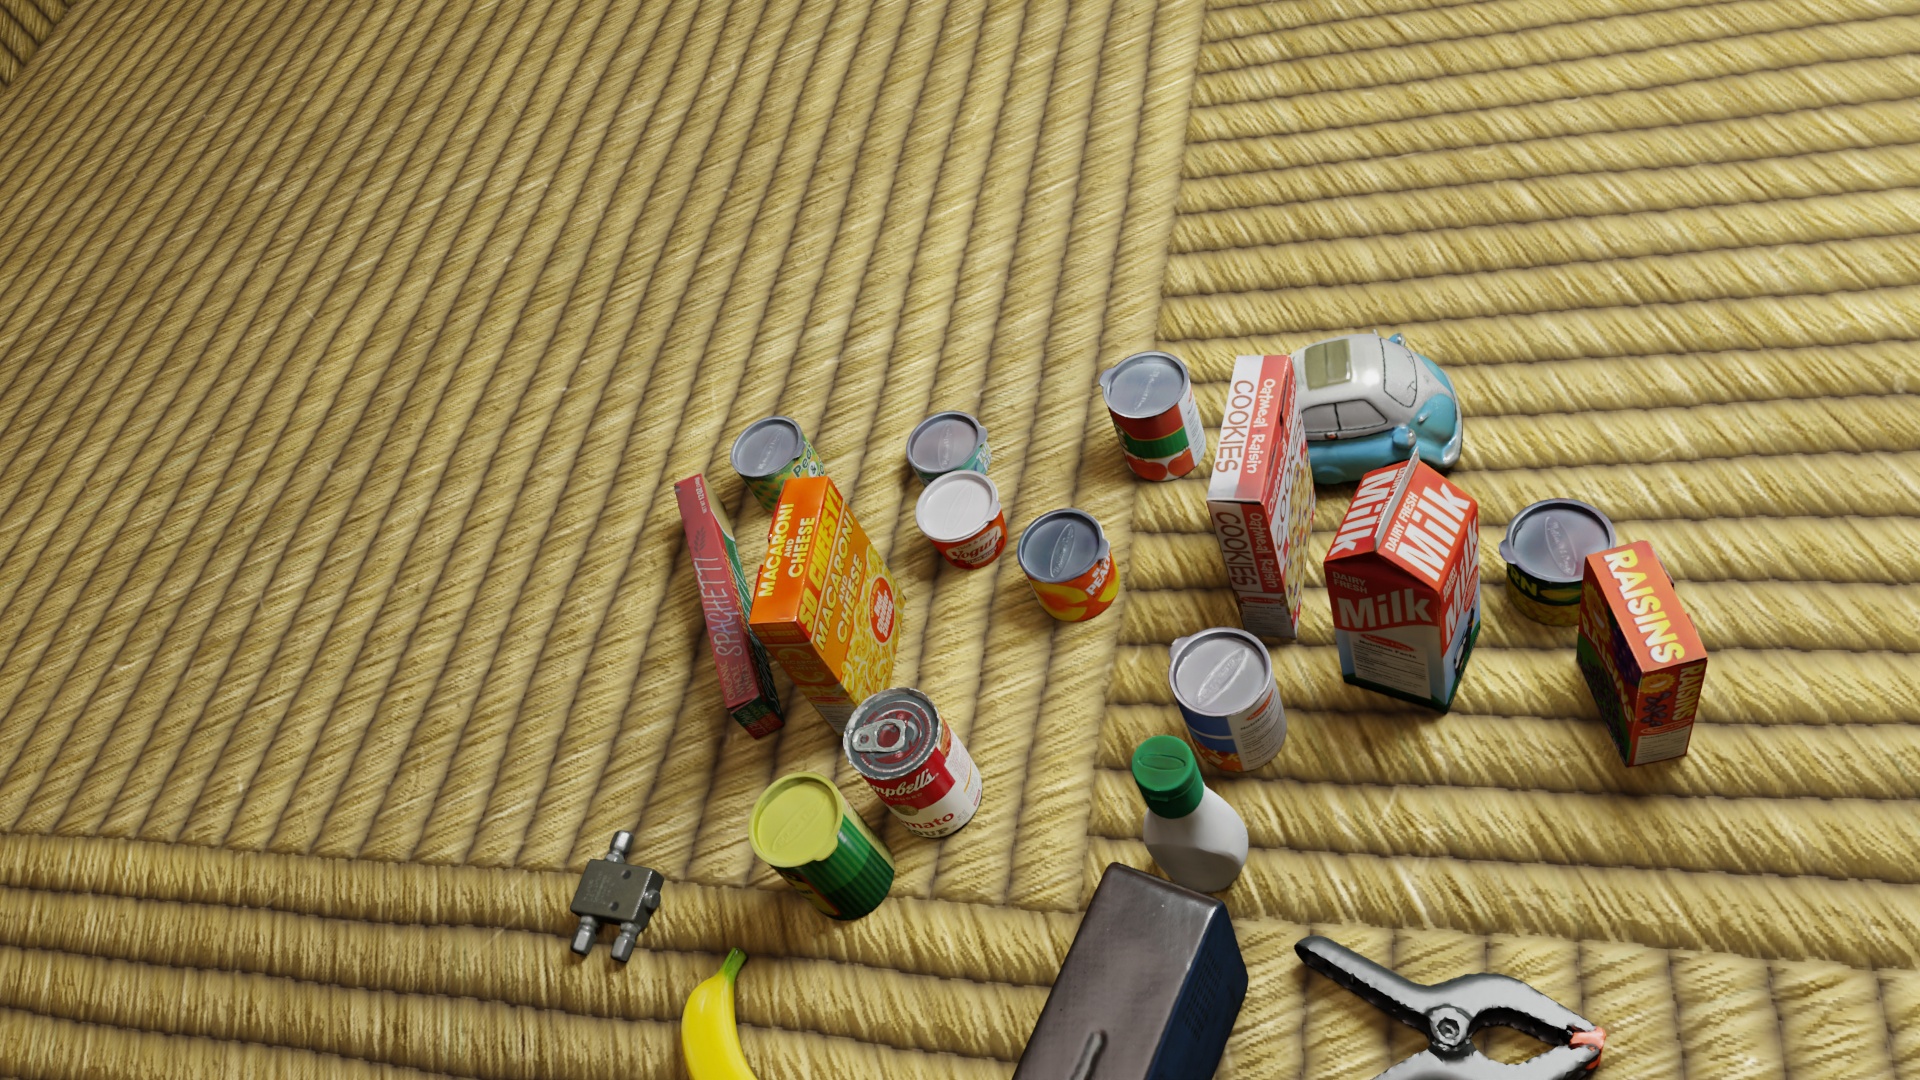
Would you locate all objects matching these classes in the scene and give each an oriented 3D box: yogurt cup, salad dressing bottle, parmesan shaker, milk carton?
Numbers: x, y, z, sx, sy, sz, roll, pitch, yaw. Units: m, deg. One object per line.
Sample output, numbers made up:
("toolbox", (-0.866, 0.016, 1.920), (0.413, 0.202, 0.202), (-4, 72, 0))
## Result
("yogurt cup", (0.004, -0.014, 1.097), (0.072, 0.053, 0.073), (-11, 52, 14))
("salad dressing bottle", (0.138, 0.168, 0.849), (0.064, 0.147, 0.044), (3, 57, 23))
("parmesan shaker", (-0.090, 0.210, 0.936), (0.071, 0.102, 0.071), (-11, 52, 14))
("milk carton", (0.279, 0.025, 0.872), (0.073, 0.189, 0.072), (16, 63, 30))

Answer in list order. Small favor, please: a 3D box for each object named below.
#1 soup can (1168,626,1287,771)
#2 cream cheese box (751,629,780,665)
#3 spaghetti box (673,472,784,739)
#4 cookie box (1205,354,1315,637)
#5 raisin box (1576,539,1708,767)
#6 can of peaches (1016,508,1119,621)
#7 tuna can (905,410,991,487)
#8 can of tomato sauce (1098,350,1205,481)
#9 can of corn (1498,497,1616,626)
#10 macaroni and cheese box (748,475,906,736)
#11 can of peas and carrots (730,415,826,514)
("soup can", (0.177, 0.105, 0.922), (0.071, 0.083, 0.072), (-11, 52, 14))
("cream cheese box", (-0.118, 0.049, 1.098), (0.024, 0.053, 0.104), (20, 64, 32))
("spaghetti box", (-0.191, 0.048, 1.129), (0.029, 0.050, 0.251), (-25, 50, 3))
("cookie box", (0.211, -0.028, 0.953), (0.040, 0.166, 0.123), (2, 56, 23))
("raisin box", (0.407, 0.070, 0.833), (0.040, 0.123, 0.086), (-15, 51, 11))
("can of peaches", (0.084, 0.019, 1.038), (0.071, 0.057, 0.071), (-11, 52, 14))
("tuna can", (-0.007, -0.074, 1.159), (0.071, 0.032, 0.071), (-10, 52, 14))
("can of tomato sauce", (0.150, -0.096, 1.082), (0.071, 0.082, 0.071), (-11, 52, 14))
("can of corn", (0.394, 0.016, 0.920), (0.071, 0.058, 0.071), (-11, 52, 14))
("macaroni and cheese box", (-0.094, 0.051, 1.013), (0.040, 0.165, 0.124), (-4, 54, 19))
("can of peas and carrots", (-0.153, -0.064, 1.192), (0.071, 0.058, 0.071), (-11, 52, 14))
